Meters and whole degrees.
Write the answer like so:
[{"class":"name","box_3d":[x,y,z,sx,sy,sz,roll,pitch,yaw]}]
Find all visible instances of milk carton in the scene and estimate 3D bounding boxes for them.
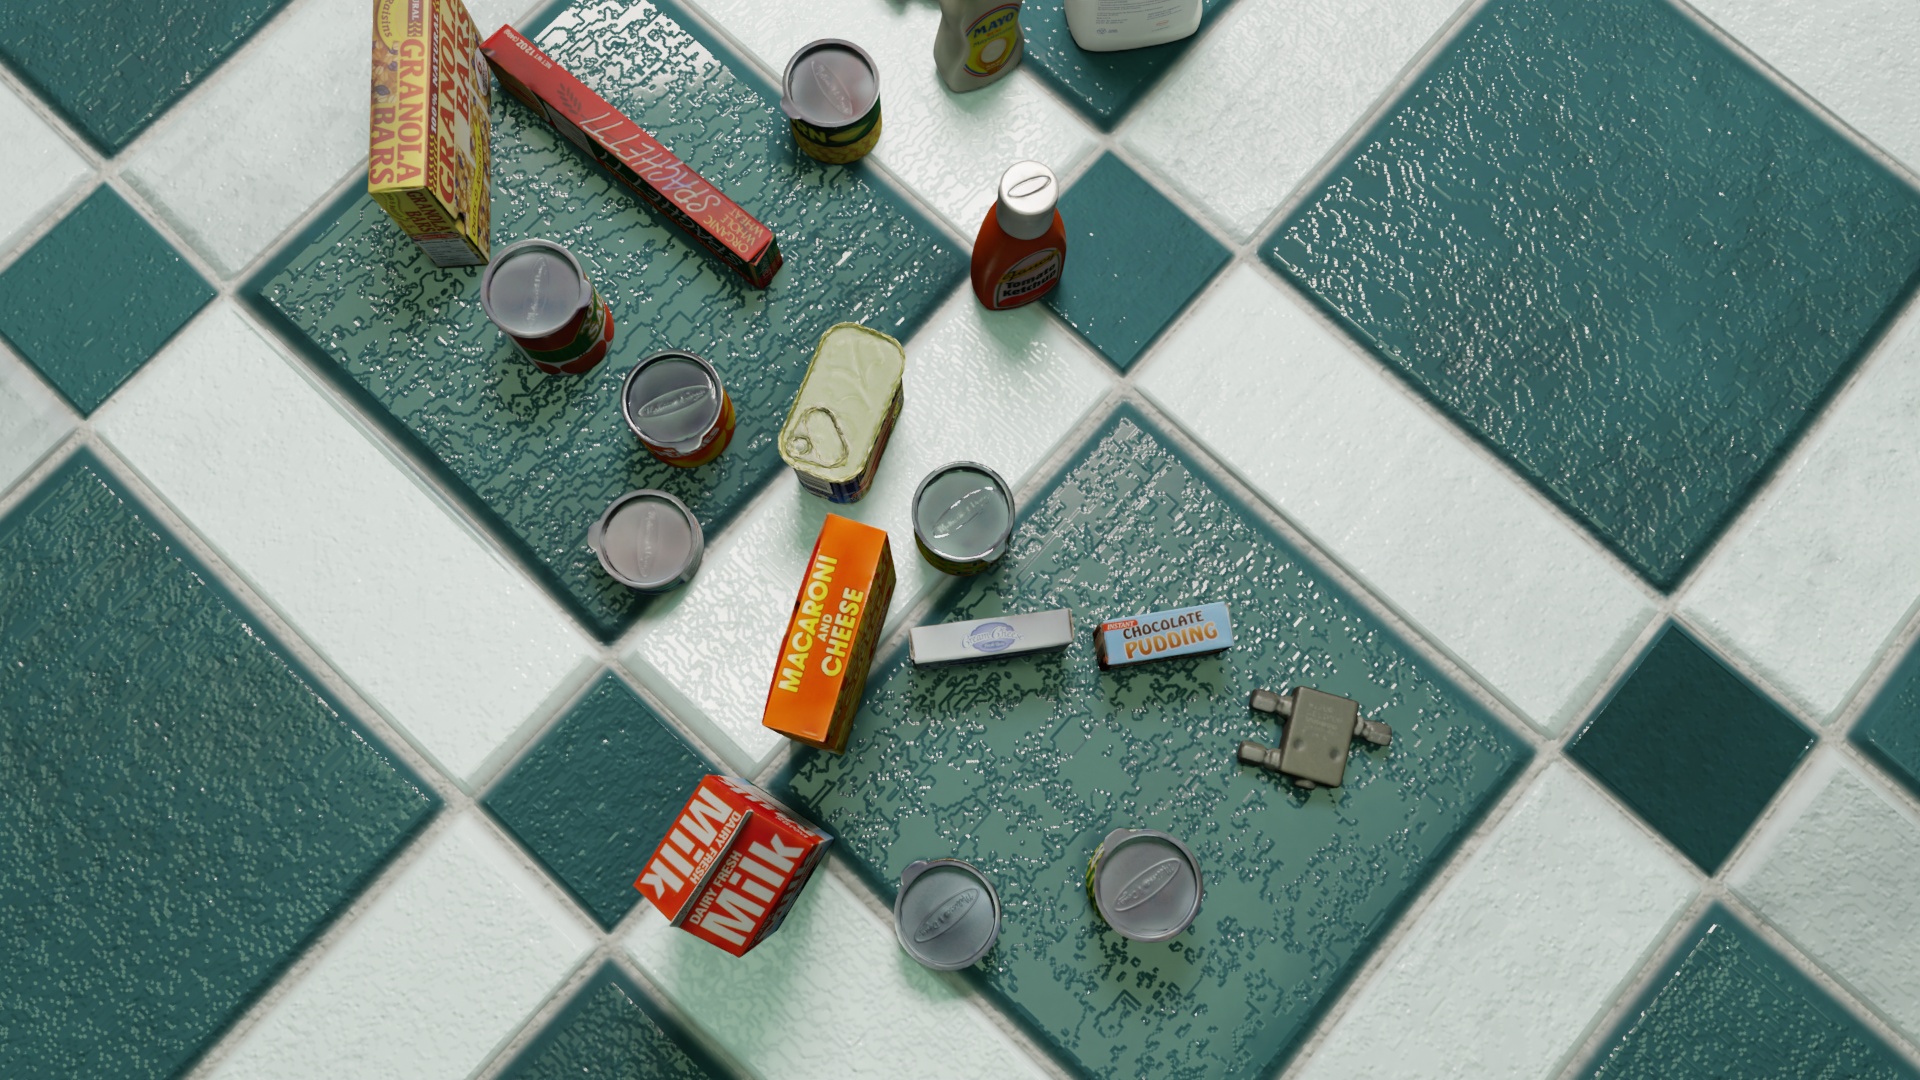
[{"class":"milk carton","box_3d":[-0.128,0.184,0.796,0.073,0.190,0.072,32,80,5]}]

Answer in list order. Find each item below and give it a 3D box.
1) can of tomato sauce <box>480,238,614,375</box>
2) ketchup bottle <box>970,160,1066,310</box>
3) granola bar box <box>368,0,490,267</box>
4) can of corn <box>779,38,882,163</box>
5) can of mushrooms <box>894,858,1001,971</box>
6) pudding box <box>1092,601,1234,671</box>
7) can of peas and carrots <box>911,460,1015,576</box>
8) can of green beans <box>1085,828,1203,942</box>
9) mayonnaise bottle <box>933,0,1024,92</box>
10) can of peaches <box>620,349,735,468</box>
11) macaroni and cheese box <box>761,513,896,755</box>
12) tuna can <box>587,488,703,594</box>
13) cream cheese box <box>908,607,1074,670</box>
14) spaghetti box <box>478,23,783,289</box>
[{"class":"can of tomato sauce","box_3d":[-0.269,-0.152,0.918,0.071,0.083,0.071,0,79,-1]},{"class":"ketchup bottle","box_3d":[0.039,-0.197,0.899,0.065,0.148,0.043,-24,80,-5]},{"class":"granola bar box","box_3d":[-0.349,-0.282,0.923,0.039,0.124,0.166,-3,79,-1]},{"class":"can of corn","box_3d":[-0.090,-0.302,0.965,0.071,0.058,0.071,0,79,-1]},{"class":"can of mushrooms","box_3d":[-0.010,0.231,0.868,0.071,0.033,0.071,0,78,-1]},{"class":"pudding box","box_3d":[0.131,0.062,0.897,0.084,0.049,0.030,-8,79,-3]},{"class":"can of peas and carrots","box_3d":[0.003,-0.011,0.905,0.071,0.058,0.071,0,79,-1]},{"class":"can of green beans","box_3d":[0.113,0.213,0.861,0.071,0.057,0.071,0,79,-1]},{"class":"mayonnaise bottle","box_3d":[0.014,-0.359,0.932,0.065,0.148,0.041,-28,80,-6]},{"class":"can of peaches","box_3d":[-0.185,-0.084,0.918,0.071,0.058,0.071,0,79,-1]},{"class":"macaroni and cheese box","box_3d":[-0.076,0.062,0.834,0.040,0.166,0.124,16,79,2]},{"class":"tuna can","box_3d":[-0.206,0.001,0.913,0.071,0.032,0.071,0,78,-1]},{"class":"cream cheese box","box_3d":[0.019,0.064,0.893,0.104,0.053,0.024,-7,79,-2]},{"class":"spaghetti box","box_3d":[-0.225,-0.264,0.959,0.250,0.050,0.029,39,81,7]}]
